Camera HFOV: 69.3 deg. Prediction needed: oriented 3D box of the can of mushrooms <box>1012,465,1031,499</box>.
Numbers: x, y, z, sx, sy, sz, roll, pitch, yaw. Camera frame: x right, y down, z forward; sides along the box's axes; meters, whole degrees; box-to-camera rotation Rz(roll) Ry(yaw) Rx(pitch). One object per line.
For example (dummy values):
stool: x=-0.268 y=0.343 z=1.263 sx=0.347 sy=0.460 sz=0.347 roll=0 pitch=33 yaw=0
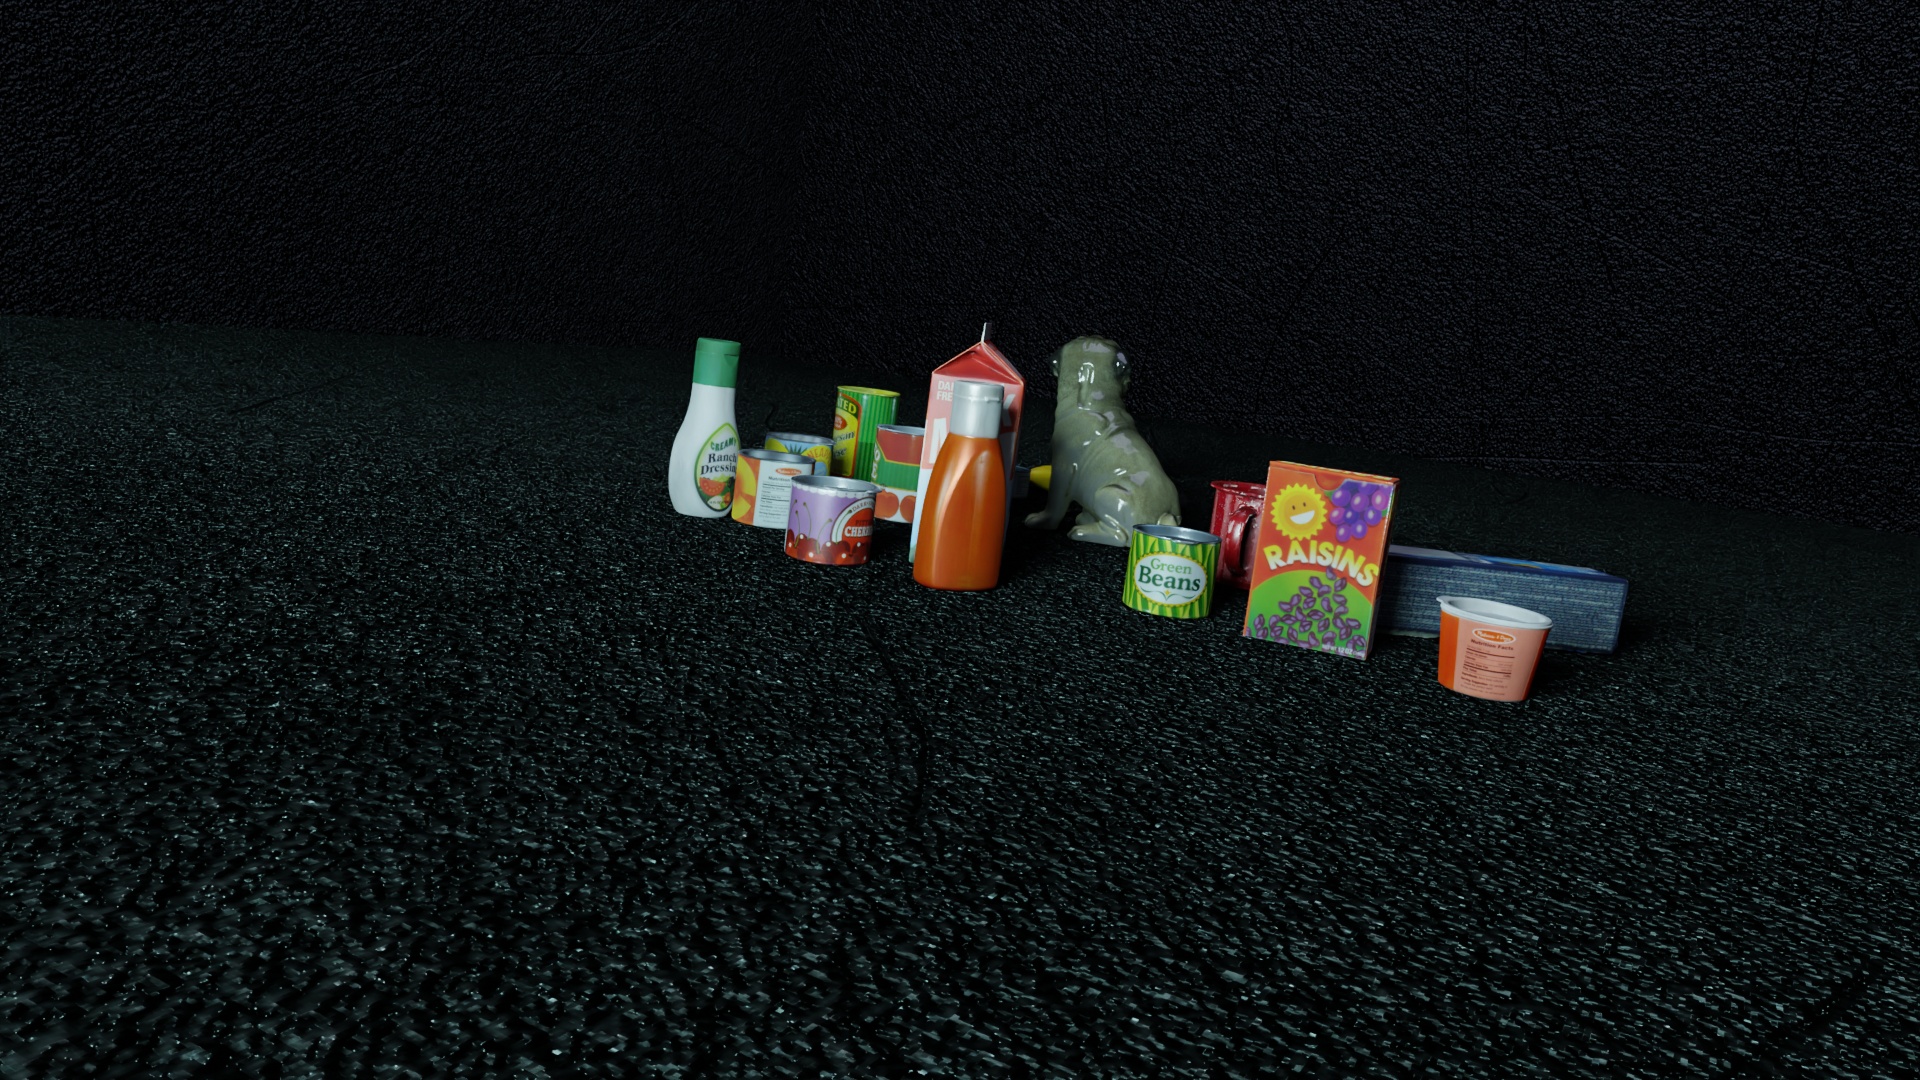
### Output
can of mushrooms: x=0.042 y=-0.068 z=1.546 sx=0.071 sy=0.033 sz=0.071 roll=7 pitch=9 yaw=-1

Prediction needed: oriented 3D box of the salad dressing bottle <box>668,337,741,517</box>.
salad dressing bottle: x=-0.210 y=-0.095 z=1.166 sx=0.044 sy=0.147 sz=0.064 roll=14 pitch=11 yaw=36

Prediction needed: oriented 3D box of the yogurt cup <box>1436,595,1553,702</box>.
yogurt cup: x=0.338 y=0.070 z=0.888 sx=0.072 sy=0.054 sz=0.072 roll=7 pitch=9 yaw=-1

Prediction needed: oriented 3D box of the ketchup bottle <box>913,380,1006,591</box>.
ketchup bottle: x=0.005 y=-0.039 z=0.997 sx=0.065 sy=0.148 sz=0.043 roll=1 pitch=11 yaw=-35

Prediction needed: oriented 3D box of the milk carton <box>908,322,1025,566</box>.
milk carton: x=0.009 y=-0.076 z=1.093 sx=0.073 sy=0.190 sz=0.072 roll=8 pitch=9 yaw=3

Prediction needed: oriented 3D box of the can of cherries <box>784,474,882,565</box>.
can of cherries: x=-0.096 y=-0.016 z=1.052 sx=0.071 sy=0.058 sz=0.071 roll=7 pitch=9 yaw=-1

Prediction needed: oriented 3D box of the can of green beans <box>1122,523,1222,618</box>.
can of green beans: x=0.155 y=0.022 z=1.022 sx=0.071 sy=0.057 sz=0.071 roll=7 pitch=9 yaw=-1

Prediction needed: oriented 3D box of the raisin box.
raisin box: x=0.247 y=0.012 z=0.954 sx=0.086 sy=0.123 sz=0.040 roll=11 pitch=10 yaw=24

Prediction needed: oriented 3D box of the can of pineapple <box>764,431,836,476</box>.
can of pineapple: x=-0.157 y=-0.071 z=1.341 sx=0.071 sy=0.057 sz=0.071 roll=7 pitch=9 yaw=-1

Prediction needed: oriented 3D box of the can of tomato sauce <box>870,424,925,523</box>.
can of tomato sauce: x=-0.052 y=-0.063 z=1.293 sx=0.071 sy=0.083 sz=0.071 roll=7 pitch=9 yaw=-1

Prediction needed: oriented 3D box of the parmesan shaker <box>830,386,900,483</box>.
parmesan shaker: x=-0.100 y=-0.106 z=1.457 sx=0.071 sy=0.103 sz=0.071 roll=7 pitch=9 yaw=-1

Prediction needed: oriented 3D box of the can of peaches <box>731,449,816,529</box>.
can of peaches: x=-0.158 y=-0.044 z=1.176 sx=0.071 sy=0.058 sz=0.071 roll=7 pitch=9 yaw=-1
